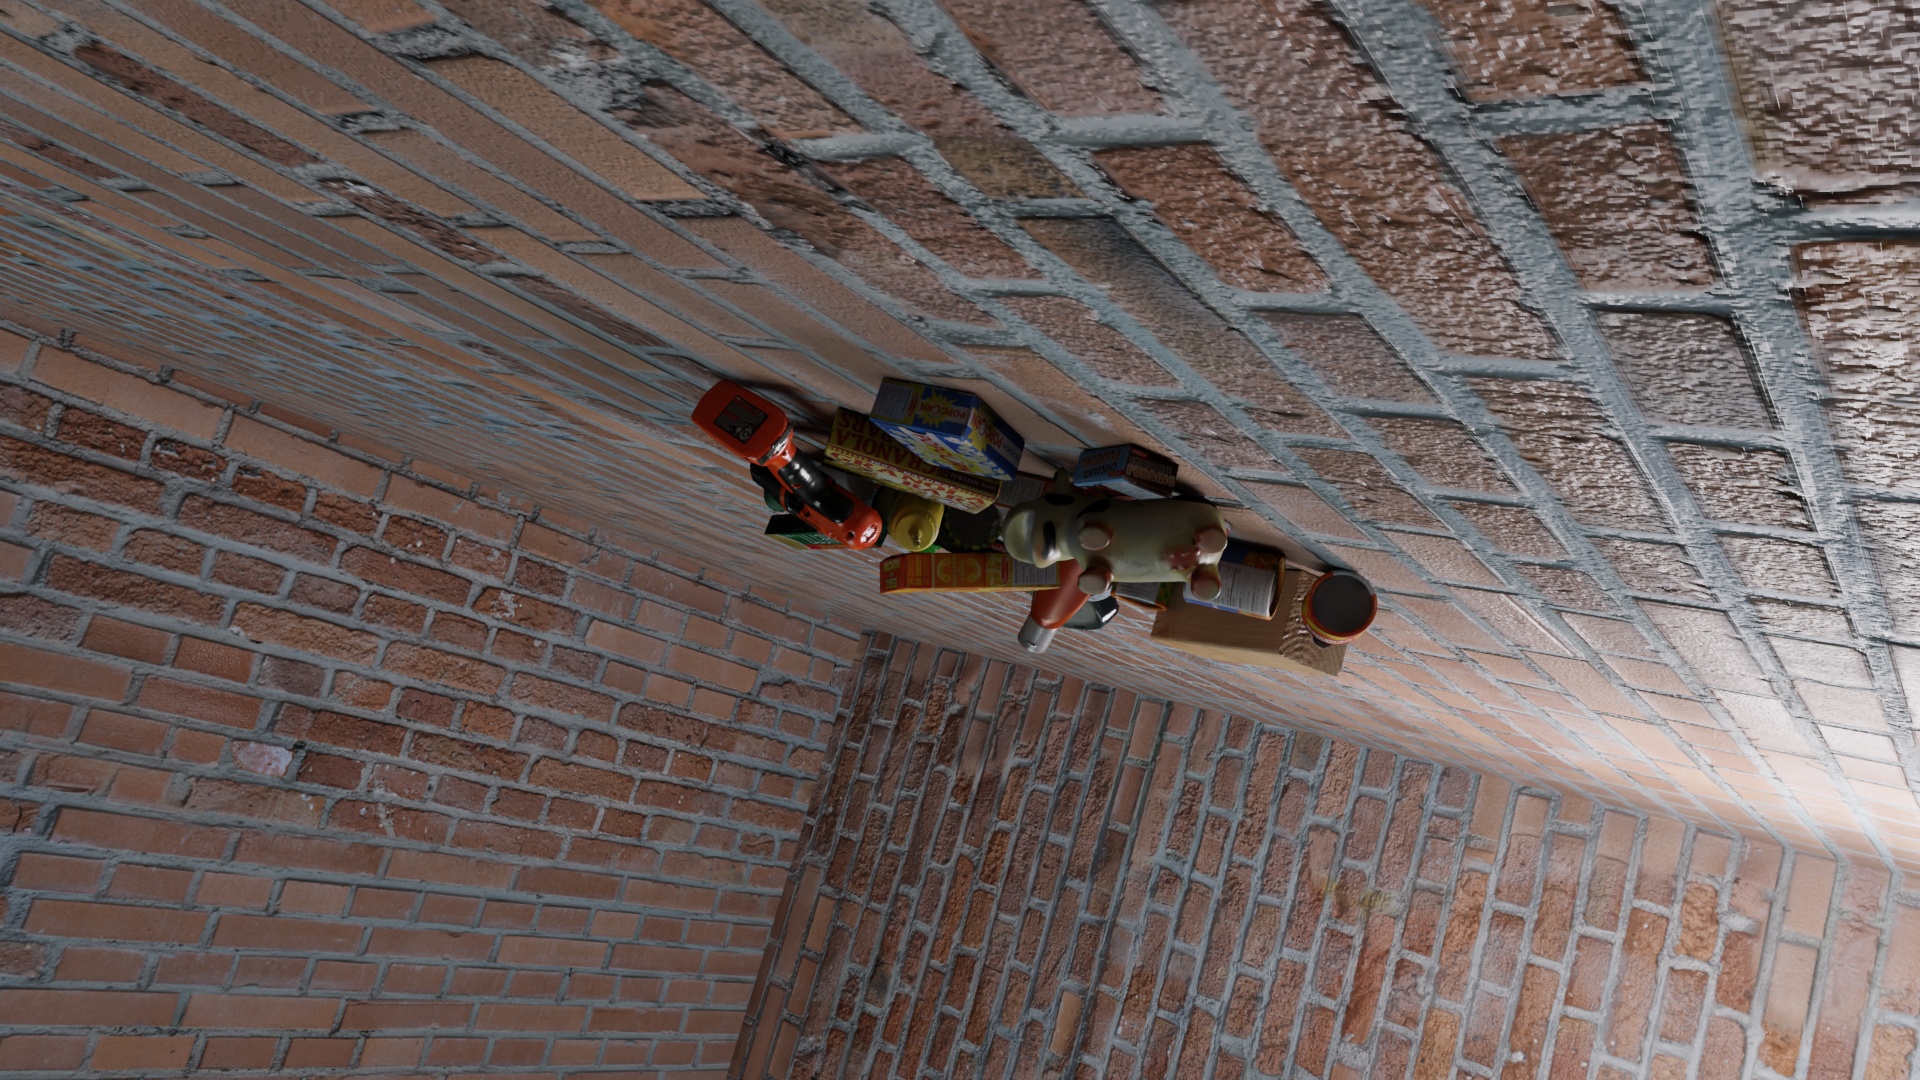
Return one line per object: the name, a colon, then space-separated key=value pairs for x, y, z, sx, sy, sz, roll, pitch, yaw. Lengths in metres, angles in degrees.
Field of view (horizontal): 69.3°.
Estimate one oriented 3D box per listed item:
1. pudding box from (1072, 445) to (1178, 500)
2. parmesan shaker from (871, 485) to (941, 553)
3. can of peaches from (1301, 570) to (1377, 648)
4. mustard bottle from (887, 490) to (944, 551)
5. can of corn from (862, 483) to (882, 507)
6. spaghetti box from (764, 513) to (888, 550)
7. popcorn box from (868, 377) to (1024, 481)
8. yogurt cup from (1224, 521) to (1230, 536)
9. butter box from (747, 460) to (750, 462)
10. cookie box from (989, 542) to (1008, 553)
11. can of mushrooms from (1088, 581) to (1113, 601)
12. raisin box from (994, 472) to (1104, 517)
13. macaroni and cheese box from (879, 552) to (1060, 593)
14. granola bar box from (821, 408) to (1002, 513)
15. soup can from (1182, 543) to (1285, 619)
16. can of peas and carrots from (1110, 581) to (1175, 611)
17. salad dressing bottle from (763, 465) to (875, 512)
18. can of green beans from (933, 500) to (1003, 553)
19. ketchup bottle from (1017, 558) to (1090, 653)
pudding box: x=0.133 y=-0.054 z=1.130 sx=0.050 sy=0.030 sz=0.083 roll=19 pitch=172 yaw=-22
parmesan shaker: x=-0.055 y=-0.029 z=1.558 sx=0.071 sy=0.071 sz=0.103 roll=14 pitch=171 yaw=18
can of peaches: x=0.365 y=0.067 z=1.341 sx=0.071 sy=0.071 sz=0.058 roll=15 pitch=170 yaw=11
mustard bottle: x=-0.046 y=-0.023 z=1.414 sx=0.049 sy=0.065 sz=0.161 roll=27 pitch=-167 yaw=-9
can of corn: x=-0.120 y=-0.044 z=1.601 sx=0.071 sy=0.058 sz=0.071 roll=16 pitch=171 yaw=3
spaghetti box: x=-0.154 y=-0.012 z=1.568 sx=0.050 sy=0.029 sz=0.250 roll=25 pitch=168 yaw=-25
popcorn box: x=-0.008 y=-0.090 z=1.142 sx=0.085 sy=0.038 sz=0.126 roll=14 pitch=172 yaw=24
yogurt cup: x=0.210 y=0.004 z=1.282 sx=0.072 sy=0.054 sz=0.072 roll=17 pitch=171 yaw=3
butter box: x=-0.213 y=-0.095 z=1.558 sx=0.053 sy=0.024 sz=0.103 roll=12 pitch=171 yaw=22
cookie box: x=0.109 y=0.045 z=1.814 sx=0.167 sy=0.040 sz=0.123 roll=14 pitch=171 yaw=12
can of mushrooms: x=0.146 y=0.032 z=1.568 sx=0.071 sy=0.071 sz=0.033 roll=12 pitch=172 yaw=26
raisin box: x=0.104 y=-0.028 z=1.335 sx=0.123 sy=0.040 sz=0.086 roll=15 pitch=171 yaw=18
macaroni and cheese box: x=0.008 y=0.034 z=1.477 sx=0.167 sy=0.040 sz=0.123 roll=0 pitch=175 yaw=-16
granola bar box: x=-0.048 y=-0.073 z=1.329 sx=0.166 sy=0.039 sz=0.124 roll=18 pitch=172 yaw=-7
soup can: x=0.268 y=0.036 z=1.351 sx=0.084 sy=0.071 sz=0.071 roll=13 pitch=171 yaw=22
can of peas and carrots: x=0.204 y=0.042 z=1.531 sx=0.071 sy=0.059 sz=0.071 roll=17 pitch=172 yaw=3
salad dressing bottle: x=-0.159 y=-0.058 z=1.535 sx=0.147 sy=0.044 sz=0.064 roll=-8 pitch=164 yaw=43
can of green beans: x=0.007 y=-0.020 z=1.478 sx=0.071 sy=0.071 sz=0.057 roll=18 pitch=171 yaw=-13
ketchup bottle: x=0.109 y=0.059 z=1.533 sx=0.065 sy=0.148 sz=0.044 roll=30 pitch=-152 yaw=5
